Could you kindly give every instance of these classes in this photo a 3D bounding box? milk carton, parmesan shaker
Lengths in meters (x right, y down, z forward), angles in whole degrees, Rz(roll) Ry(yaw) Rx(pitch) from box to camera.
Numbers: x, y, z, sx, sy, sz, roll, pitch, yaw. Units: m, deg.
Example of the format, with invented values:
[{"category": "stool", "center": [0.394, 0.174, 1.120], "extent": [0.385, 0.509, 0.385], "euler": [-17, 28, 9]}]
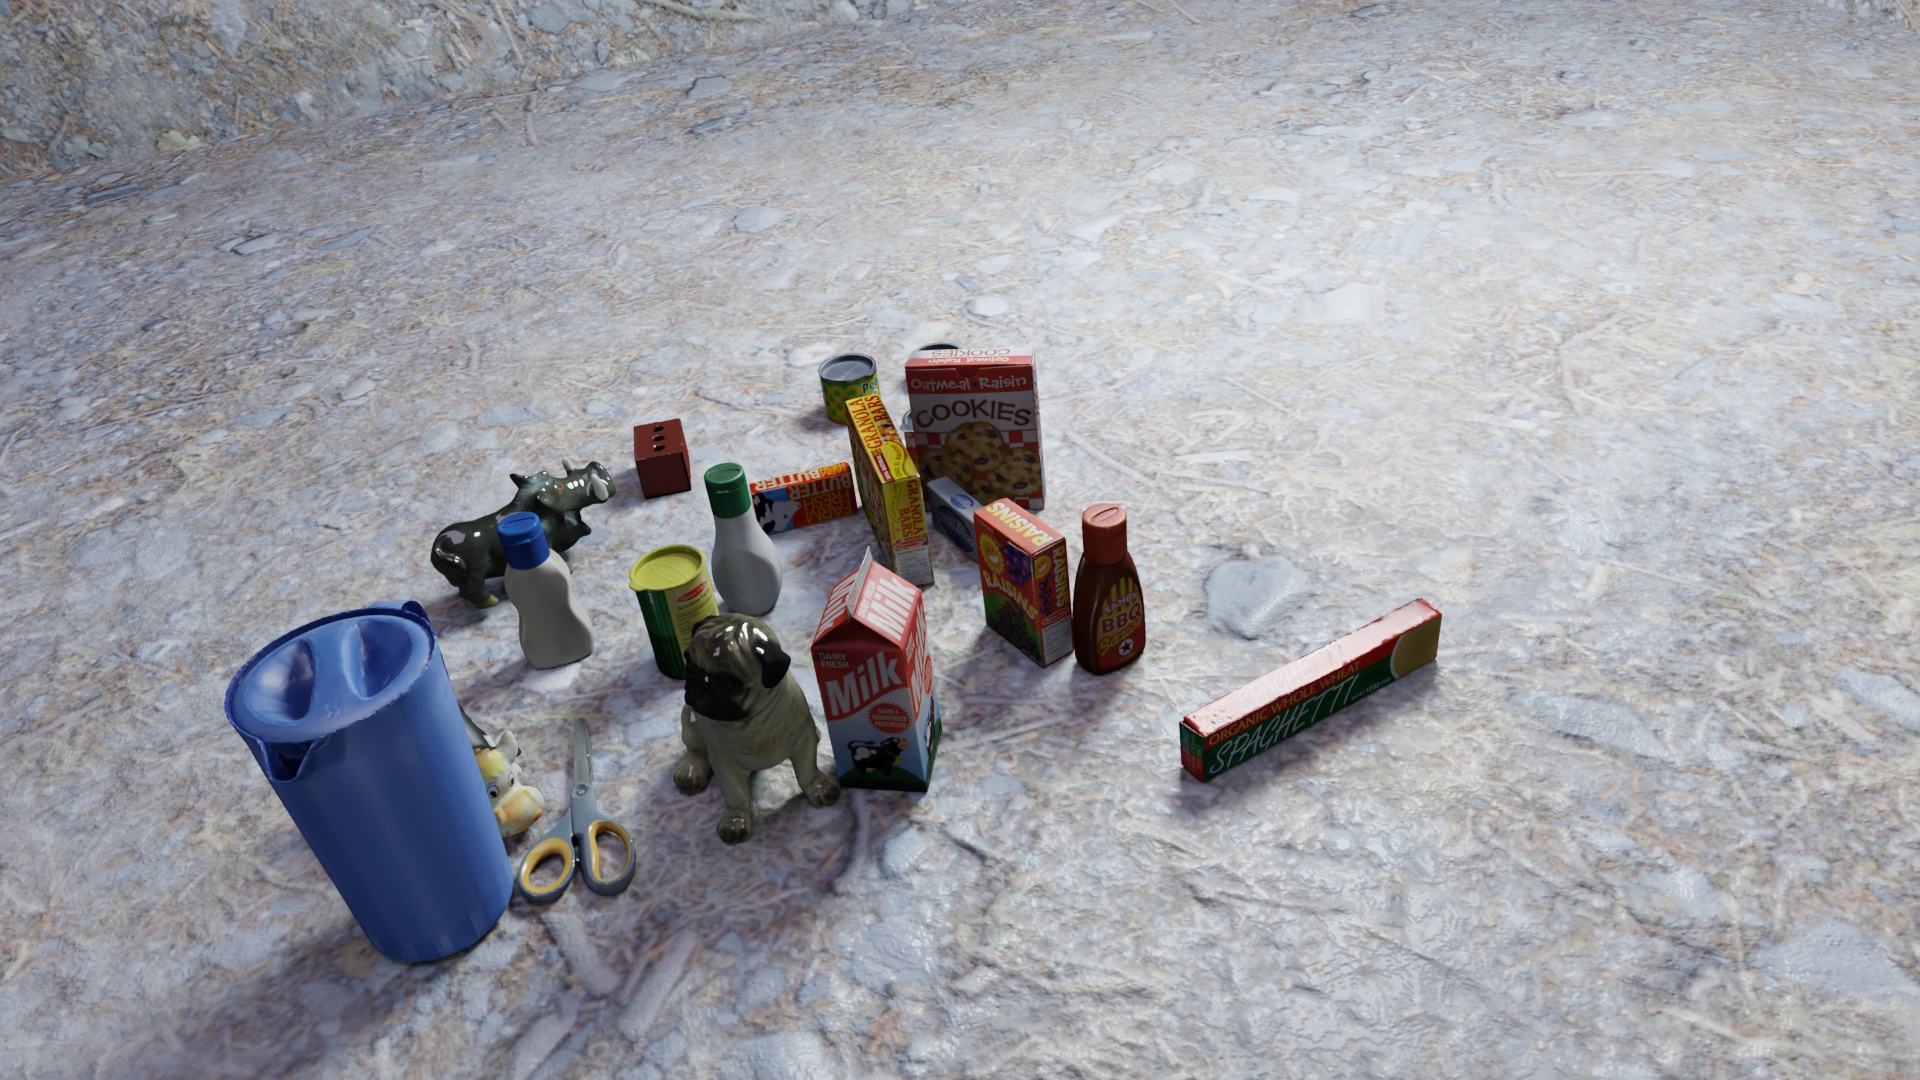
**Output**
[{"category": "milk carton", "center": [-0.065, 0.100, 1.065], "extent": [0.073, 0.189, 0.073], "euler": [1, 35, 11]}, {"category": "parmesan shaker", "center": [-0.249, 0.065, 1.223], "extent": [0.071, 0.102, 0.072], "euler": [-5, 35, 3]}]

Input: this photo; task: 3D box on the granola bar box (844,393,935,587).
[{"category": "granola bar box", "center": [-0.070, -0.048, 1.336], "extent": [0.039, 0.123, 0.166], "euler": [-14, 35, -10]}]

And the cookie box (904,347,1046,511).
[{"category": "cookie box", "center": [0.017, -0.107, 1.368], "extent": [0.123, 0.166, 0.040], "euler": [-1, 35, 8]}]

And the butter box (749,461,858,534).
[{"category": "butter box", "center": [-0.158, -0.042, 1.404], "extent": [0.104, 0.052, 0.024], "euler": [-14, 35, -10]}]

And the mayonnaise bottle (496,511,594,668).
[{"category": "mayonnaise bottle", "center": [-0.373, 0.044, 1.235], "extent": [0.065, 0.147, 0.041], "euler": [-16, 36, -13]}]

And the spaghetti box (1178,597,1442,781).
[{"category": "spaghetti box", "center": [0.281, 0.117, 1.105], "extent": [0.251, 0.050, 0.029], "euler": [-23, 38, -22]}]

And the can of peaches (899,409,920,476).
[{"category": "can of peaches", "center": [-0.028, -0.105, 1.467], "extent": [0.071, 0.057, 0.071], "euler": [-5, 35, 3]}]

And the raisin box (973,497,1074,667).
[{"category": "raisin box", "center": [0.054, 0.036, 1.195], "extent": [0.040, 0.122, 0.086], "euler": [-26, 39, -25]}]

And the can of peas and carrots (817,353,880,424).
[{"category": "can of peas and carrots", "center": [-0.123, -0.172, 1.579], "extent": [0.071, 0.058, 0.071], "euler": [-5, 35, 3]}]

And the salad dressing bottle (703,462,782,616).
[{"category": "salad dressing bottle", "center": [-0.202, -0.001, 1.270], "extent": [0.064, 0.146, 0.044], "euler": [-5, 35, 3]}]

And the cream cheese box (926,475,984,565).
[{"category": "cream cheese box", "center": [0.005, -0.017, 1.340], "extent": [0.024, 0.053, 0.104], "euler": [-23, 38, -22]}]

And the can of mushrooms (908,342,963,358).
[{"category": "can of mushrooms", "center": [-0.026, -0.202, 1.627], "extent": [0.071, 0.033, 0.071], "euler": [-5, 35, 3]}]

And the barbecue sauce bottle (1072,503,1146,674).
[{"category": "barbecue sauce bottle", "center": [0.122, 0.039, 1.157], "extent": [0.065, 0.147, 0.044], "euler": [-26, 39, -25]}]
